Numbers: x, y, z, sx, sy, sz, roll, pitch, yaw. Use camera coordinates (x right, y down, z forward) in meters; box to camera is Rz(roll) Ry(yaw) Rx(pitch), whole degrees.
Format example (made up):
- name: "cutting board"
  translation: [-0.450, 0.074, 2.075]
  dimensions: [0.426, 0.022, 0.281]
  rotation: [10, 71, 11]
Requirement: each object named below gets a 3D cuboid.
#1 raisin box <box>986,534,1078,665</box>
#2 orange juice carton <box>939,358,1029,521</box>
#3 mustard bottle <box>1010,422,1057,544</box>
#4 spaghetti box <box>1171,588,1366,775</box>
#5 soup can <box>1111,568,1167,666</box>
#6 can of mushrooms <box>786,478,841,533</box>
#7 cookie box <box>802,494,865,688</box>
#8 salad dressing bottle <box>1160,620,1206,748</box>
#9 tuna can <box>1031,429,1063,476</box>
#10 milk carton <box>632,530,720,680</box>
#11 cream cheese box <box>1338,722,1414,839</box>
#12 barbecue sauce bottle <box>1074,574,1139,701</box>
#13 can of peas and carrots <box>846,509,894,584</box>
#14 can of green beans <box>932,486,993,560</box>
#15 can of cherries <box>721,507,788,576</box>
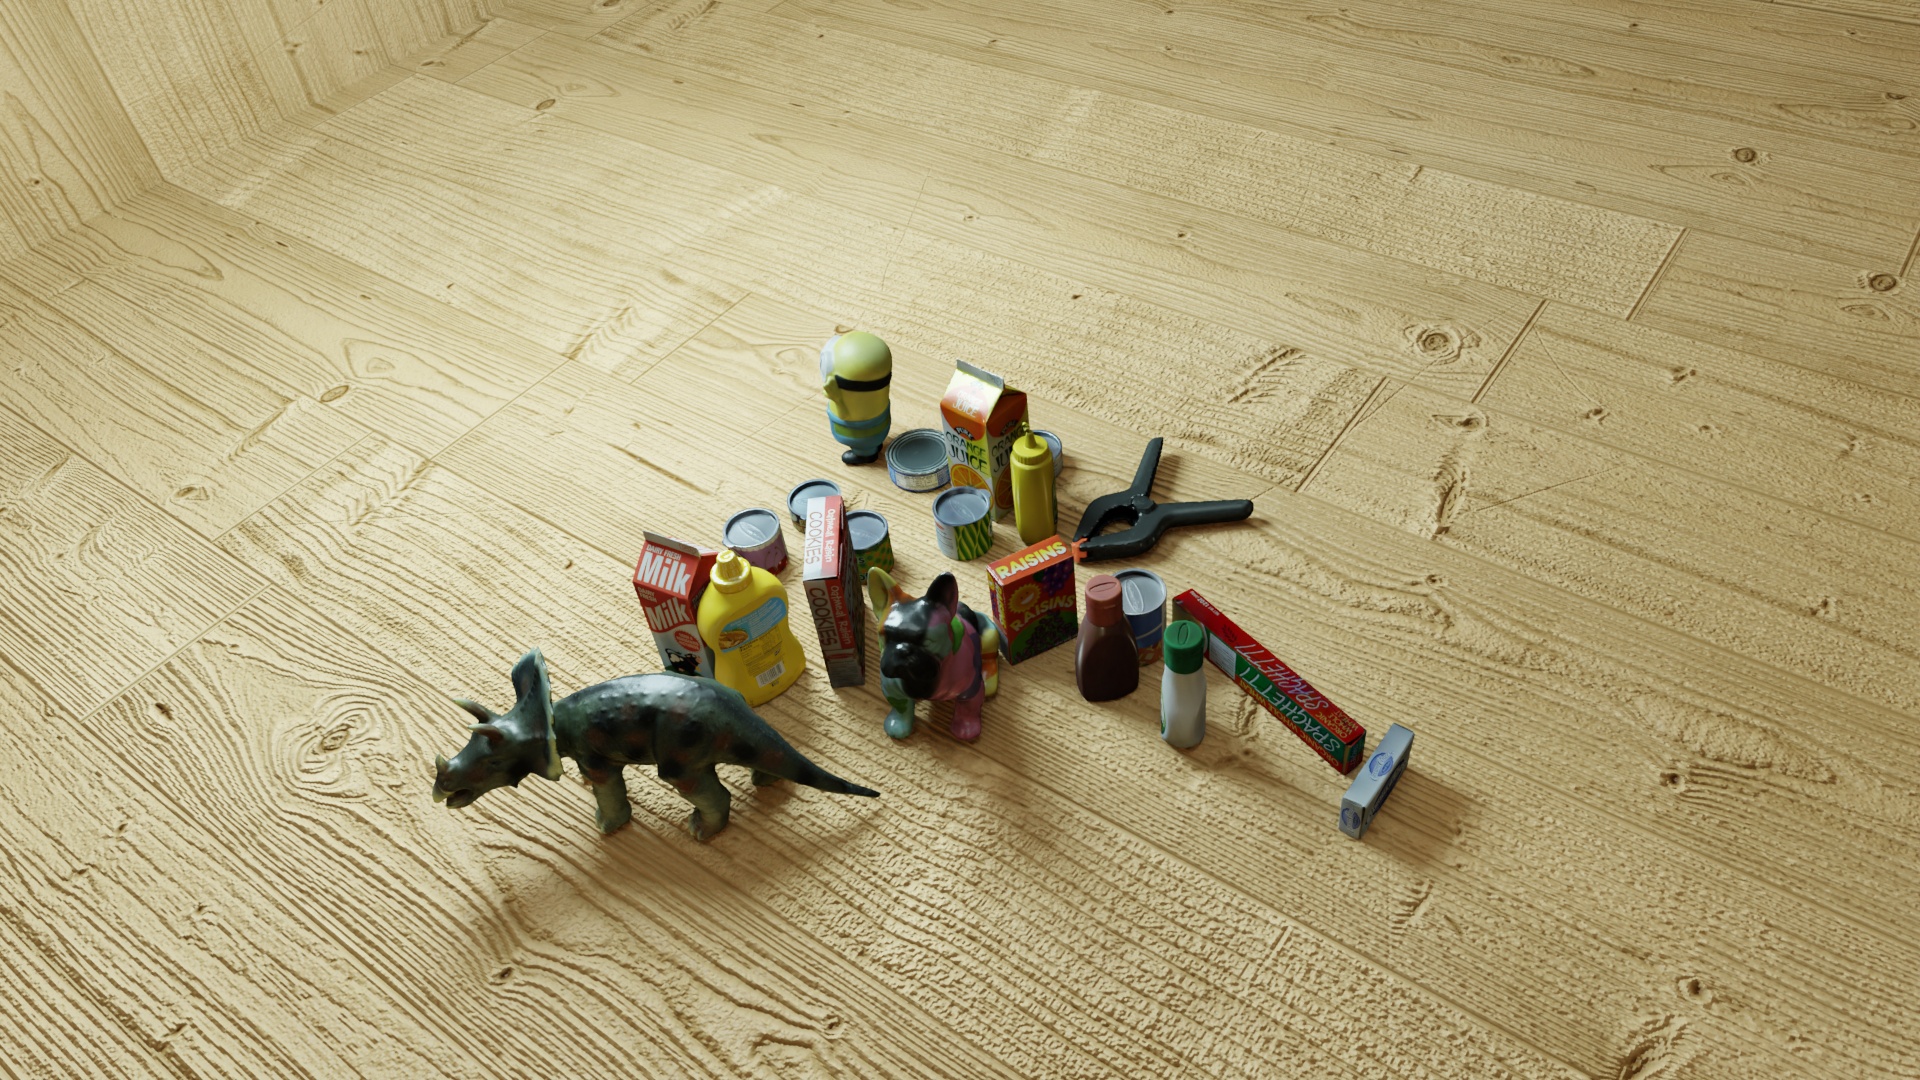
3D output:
- name: "raisin box"
  translation: [0.077, 0.063, 1.450]
  dimensions: [0.086, 0.122, 0.040]
  rotation: [-22, 45, -15]
- name: "orange juice carton"
  translation: [0.031, -0.122, 1.598]
  dimensions: [0.072, 0.191, 0.073]
  rotation: [29, 55, 33]
- name: "mustard bottle"
  translation: [0.082, -0.068, 1.558]
  dimensions: [0.049, 0.159, 0.066]
  rotation: [-3, 44, 6]
- name: "spaghetti box"
  translation: [0.304, 0.138, 1.392]
  dimensions: [0.029, 0.050, 0.251]
  rotation: [-29, 48, -21]
- name: "soup can"
  translation: [0.179, 0.081, 1.444]
  dimensions: [0.071, 0.083, 0.072]
  rotation: [-4, 44, 4]
- name: "can of mushrooms"
  translation: [-0.172, -0.039, 1.655]
  dimensions: [0.071, 0.033, 0.071]
  rotation: [-4, 44, 4]
- name: "cookie box"
  translation: [-0.129, 0.054, 1.457]
  dimensions: [0.040, 0.166, 0.123]
  rotation: [-6, 44, 2]
- name: "salad dressing bottle"
  translation: [0.214, 0.138, 1.334]
  dimensions: [0.044, 0.146, 0.064]
  rotation: [6, 45, 15]
- name: "tuna can"
  translation: [0.089, -0.102, 1.684]
  dimensions: [0.071, 0.032, 0.071]
  rotation: [-4, 44, 4]
- name: "milk carton"
  translation: [-0.281, 0.065, 1.450]
  dimensions: [0.072, 0.189, 0.074]
  rotation: [16, 49, 23]
- name: "cream cheese box"
  translation: [0.386, 0.223, 1.288]
  dimensions: [0.024, 0.053, 0.104]
  rotation: [25, 53, 30]
- name: "barbecue sauce bottle"
  translation: [0.145, 0.098, 1.385]
  dimensions: [0.065, 0.147, 0.044]
  rotation: [-13, 44, -5]
- name: "can of peas and carrots"
  translation: [-0.112, 0.009, 1.579]
  dimensions: [0.071, 0.058, 0.071]
  rotation: [-4, 44, 4]
- name: "can of green beans"
  translation: [0.004, -0.019, 1.592]
  dimensions: [0.071, 0.057, 0.071]
  rotation: [-4, 44, 4]
- name: "can of cherries"
  translation: [-0.238, 0.006, 1.601]
  dimensions: [0.071, 0.058, 0.072]
  rotation: [-4, 44, 4]
